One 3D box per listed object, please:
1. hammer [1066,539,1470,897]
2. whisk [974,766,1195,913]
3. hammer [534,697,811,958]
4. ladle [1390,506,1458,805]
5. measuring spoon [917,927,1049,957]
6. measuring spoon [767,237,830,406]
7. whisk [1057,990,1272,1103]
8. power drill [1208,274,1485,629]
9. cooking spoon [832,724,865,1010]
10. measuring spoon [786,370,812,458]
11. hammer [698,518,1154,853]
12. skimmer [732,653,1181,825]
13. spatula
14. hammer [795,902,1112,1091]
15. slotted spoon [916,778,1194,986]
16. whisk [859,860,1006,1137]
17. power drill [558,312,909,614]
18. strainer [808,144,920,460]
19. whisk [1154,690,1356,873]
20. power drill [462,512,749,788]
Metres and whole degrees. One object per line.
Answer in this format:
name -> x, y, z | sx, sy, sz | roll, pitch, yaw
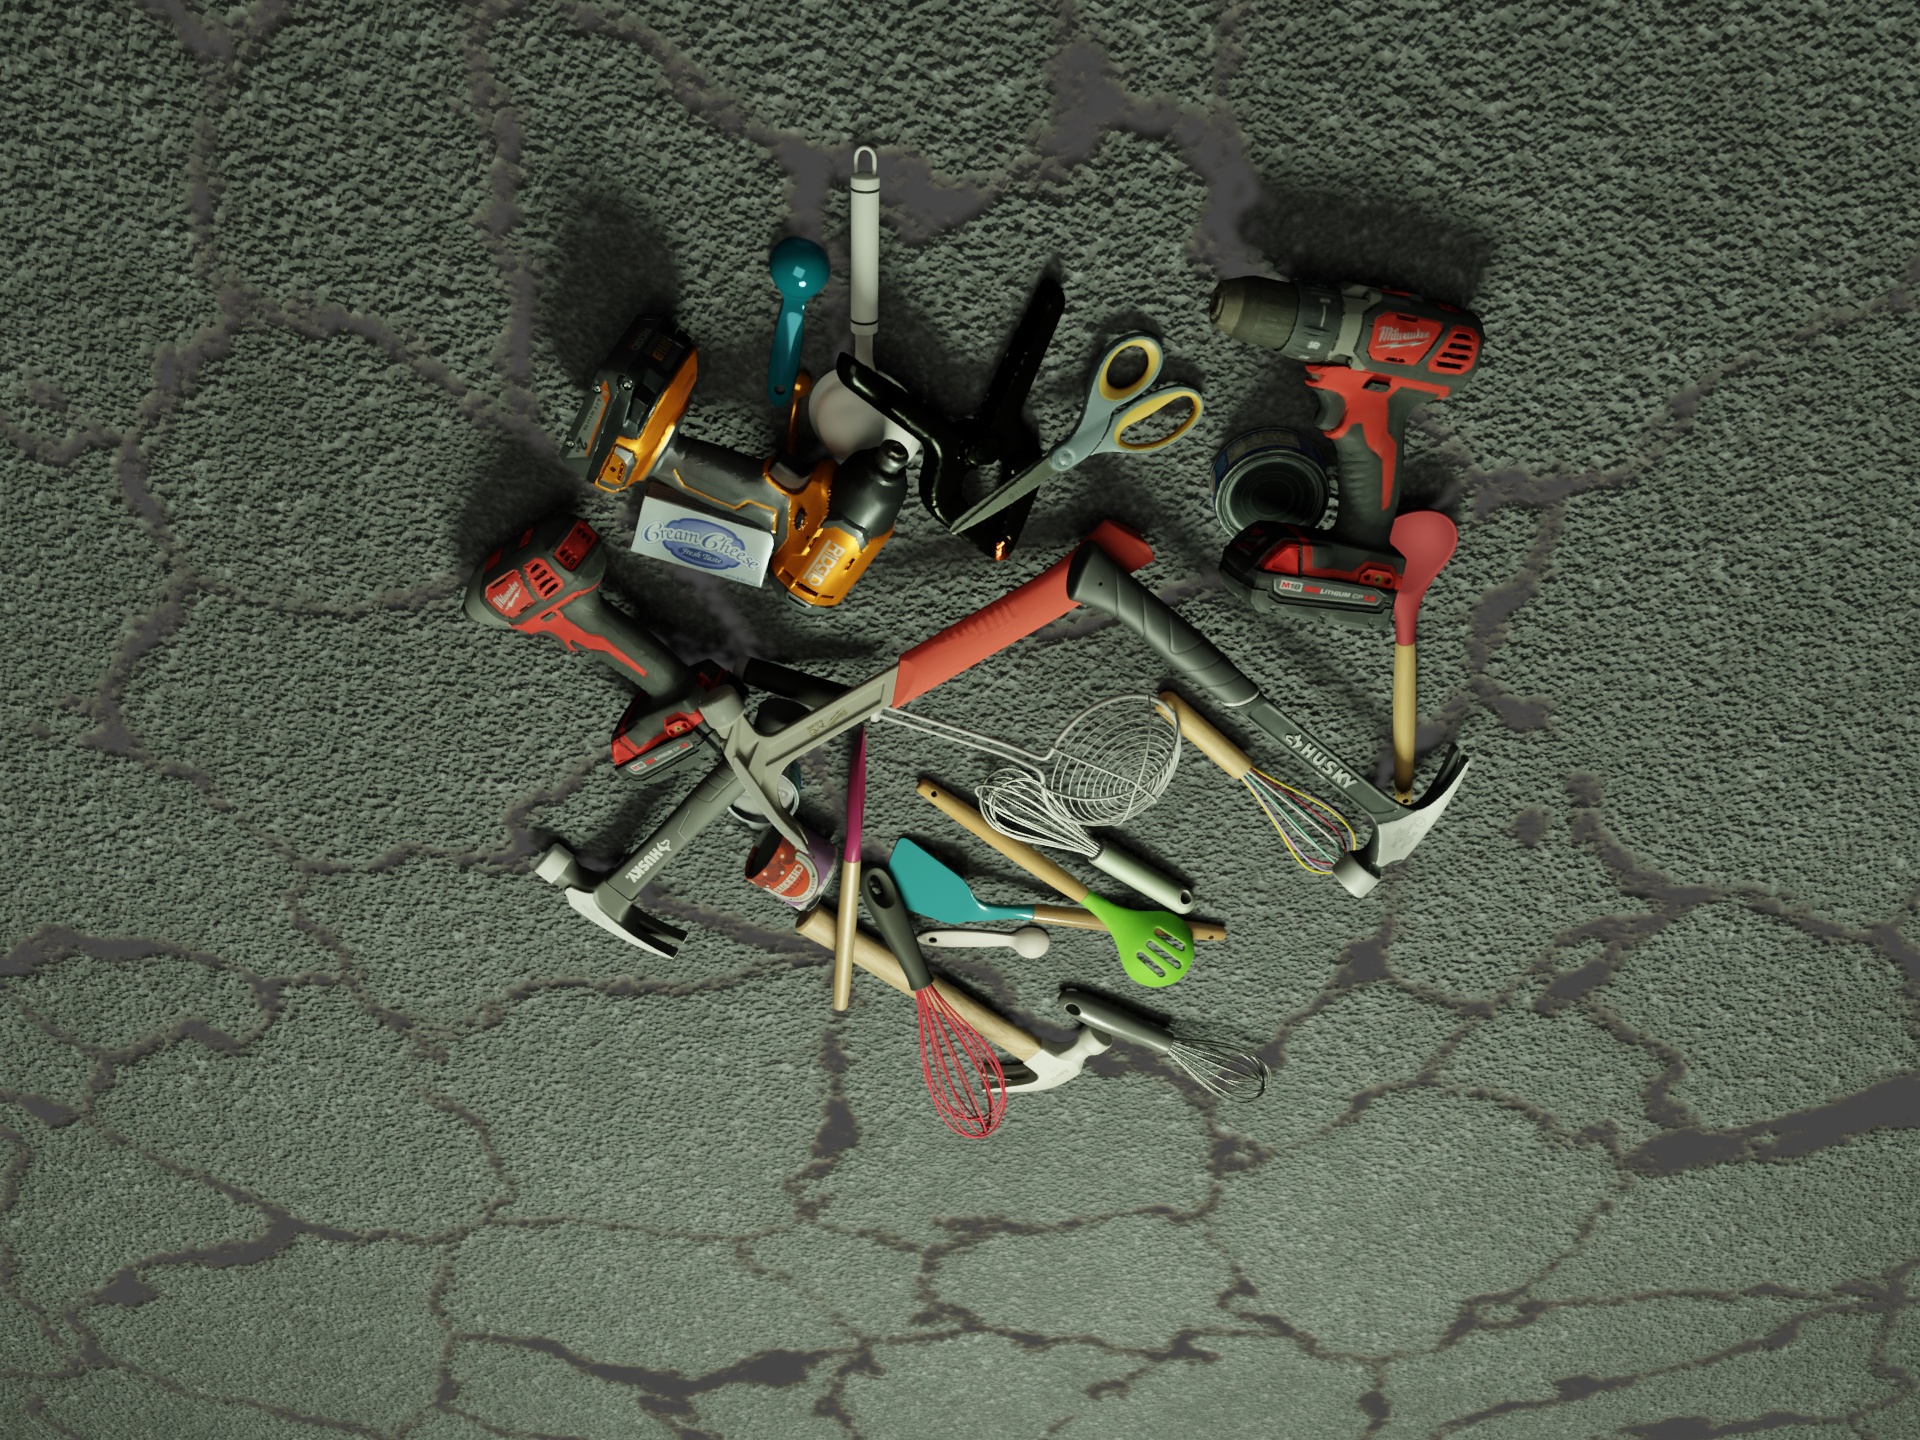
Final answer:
hammer -> 0.235, -0.012, 1.241 | 0.408, 0.036, 0.149 | 36, 106, -26
whisk -> 0.113, 0.111, 1.392 | 0.246, 0.058, 0.059 | 31, 158, -24
hammer -> -0.225, 0.086, 1.347 | 0.146, 0.035, 0.334 | 40, 126, -12
ladle -> 0.357, -0.043, 1.270 | 0.069, 0.031, 0.315 | -8, 130, 5
measuring spoon -> 0.021, 0.209, 1.485 | 0.124, 0.018, 0.034 | 2, 129, 2
measuring spoon -> -0.119, -0.271, 1.106 | 0.042, 0.021, 0.128 | 10, 128, -6
whisk -> 0.199, 0.315, 1.550 | 0.239, 0.055, 0.055 | 25, 125, -12
power drill -> 0.242, -0.189, 1.091 | 0.188, 0.080, 0.226 | 8, 108, -12
cooking spoon -> -0.097, 0.140, 1.394 | 0.017, 0.069, 0.318 | 5, 126, -2
measuring spoon -> -0.119, -0.201, 1.162 | 0.011, 0.021, 0.116 | 15, 127, 5
hammer -> -0.012, -0.040, 1.217 | 0.359, 0.037, 0.149 | -29, 113, 5
skimmer -> -0.002, -0.004, 1.295 | 0.363, 0.090, 0.127 | 17, 121, 6
spatula -> 0.090, 0.168, 1.450 | 0.317, 0.044, 0.082 | 8, 129, -11
hammer -> -0.018, 0.266, 1.524 | 0.331, 0.031, 0.130 | 34, 122, -22
slotted spoon -> 0.088, 0.143, 1.407 | 0.313, 0.031, 0.070 | 35, 89, -15
whisk -> -0.028, 0.259, 1.461 | 0.073, 0.073, 0.295 | -19, 105, 16
power drill -> -0.148, -0.183, 1.110 | 0.226, 0.084, 0.164 | 31, 138, -12
strainer -> -0.069, -0.266, 1.101 | 0.087, 0.050, 0.258 | 11, 126, 12
whisk -> 0.250, 0.056, 1.343 | 0.244, 0.051, 0.047 | 39, 126, -22
power drill -> -0.285, -0.054, 1.245 | 0.143, 0.079, 0.219 | -22, 121, 37
